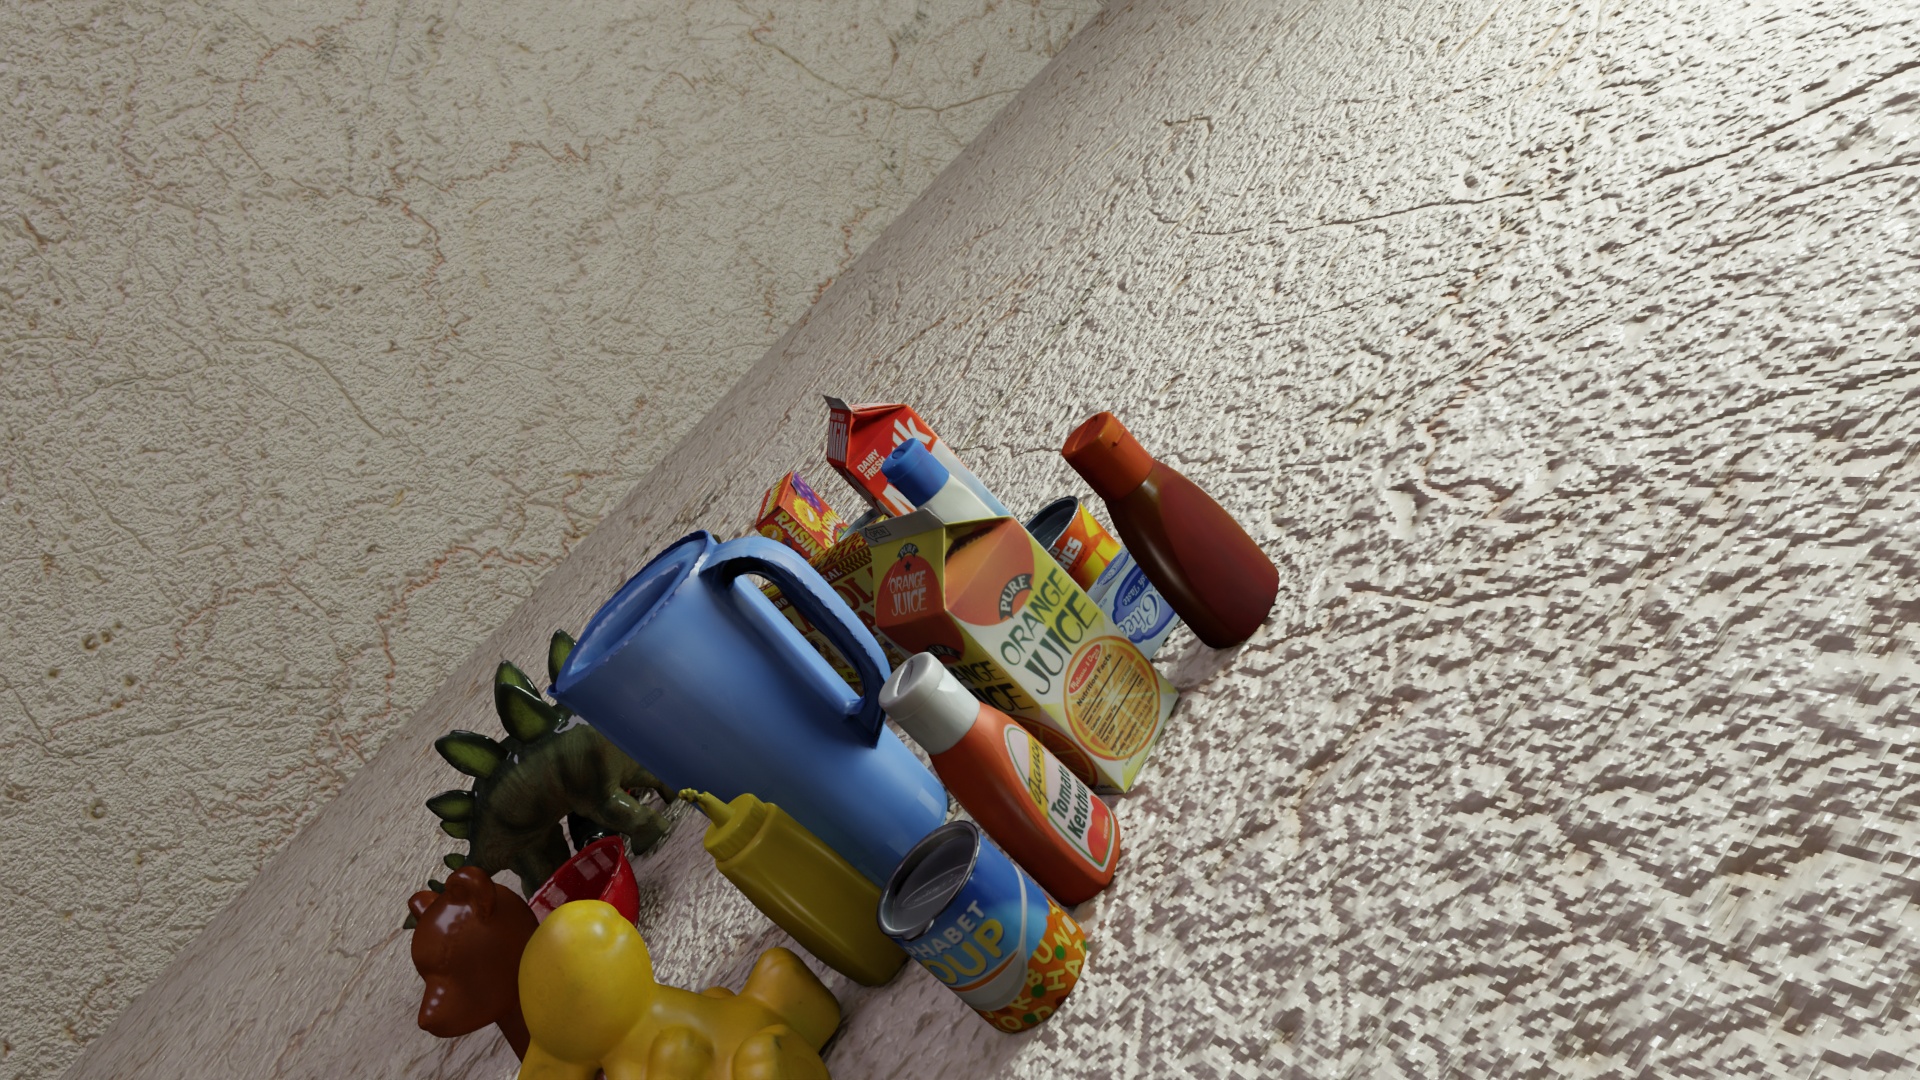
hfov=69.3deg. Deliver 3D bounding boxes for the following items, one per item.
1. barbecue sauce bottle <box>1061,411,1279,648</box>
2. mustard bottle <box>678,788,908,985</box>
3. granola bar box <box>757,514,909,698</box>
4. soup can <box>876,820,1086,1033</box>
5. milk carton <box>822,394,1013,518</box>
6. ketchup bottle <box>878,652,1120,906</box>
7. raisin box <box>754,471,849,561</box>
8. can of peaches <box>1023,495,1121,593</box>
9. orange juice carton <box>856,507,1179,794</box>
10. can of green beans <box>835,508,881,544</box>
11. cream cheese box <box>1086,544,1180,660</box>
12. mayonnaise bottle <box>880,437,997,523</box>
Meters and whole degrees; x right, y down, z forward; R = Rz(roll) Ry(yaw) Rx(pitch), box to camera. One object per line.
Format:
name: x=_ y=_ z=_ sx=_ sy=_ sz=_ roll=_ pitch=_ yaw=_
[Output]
barbecue sauce bottle: x=0.118 y=-0.009 z=0.783 sx=0.043 sy=0.148 sz=0.065 roll=-19 pitch=30 yaw=52
mustard bottle: x=-0.096 y=0.188 z=0.782 sx=0.065 sy=0.160 sz=0.049 roll=-17 pitch=33 yaw=55
granola bar box: x=-0.074 y=0.062 z=1.068 sx=0.165 sy=0.124 sz=0.039 roll=-28 pitch=24 yaw=40
soup can: x=0.010 y=0.191 z=0.676 sx=0.071 sy=0.083 sz=0.071 roll=-39 pitch=19 yaw=16
milk carton: x=-0.041 y=-0.050 z=1.136 sx=0.073 sy=0.190 sz=0.072 roll=-47 pitch=18 yaw=-8
ketchup bottle: x=0.020 y=0.119 z=0.708 sx=0.043 sy=0.148 sz=0.065 roll=-35 pitch=20 yaw=26
raisin box: x=-0.137 y=0.001 z=1.333 sx=0.040 sy=0.123 sz=0.086 roll=-38 pitch=19 yaw=18
can of peaches: x=0.075 y=0.013 z=0.968 sx=0.071 sy=0.058 sz=0.071 roll=-39 pitch=19 yaw=16
orange juice carton: x=0.026 y=0.053 z=0.769 sx=0.071 sy=0.192 sz=0.073 roll=-16 pitch=33 yaw=55
can of green beans: x=-0.075 y=0.010 z=1.287 sx=0.071 sy=0.057 sz=0.071 roll=-39 pitch=19 yaw=16
cream cheese box: x=0.111 y=0.034 z=0.854 sx=0.104 sy=0.053 sz=0.024 roll=-51 pitch=19 yaw=-20
mayonnaise bottle: x=0.004 y=-0.013 z=1.030 sx=0.041 sy=0.148 sz=0.065 roll=-47 pitch=18 yaw=-9
